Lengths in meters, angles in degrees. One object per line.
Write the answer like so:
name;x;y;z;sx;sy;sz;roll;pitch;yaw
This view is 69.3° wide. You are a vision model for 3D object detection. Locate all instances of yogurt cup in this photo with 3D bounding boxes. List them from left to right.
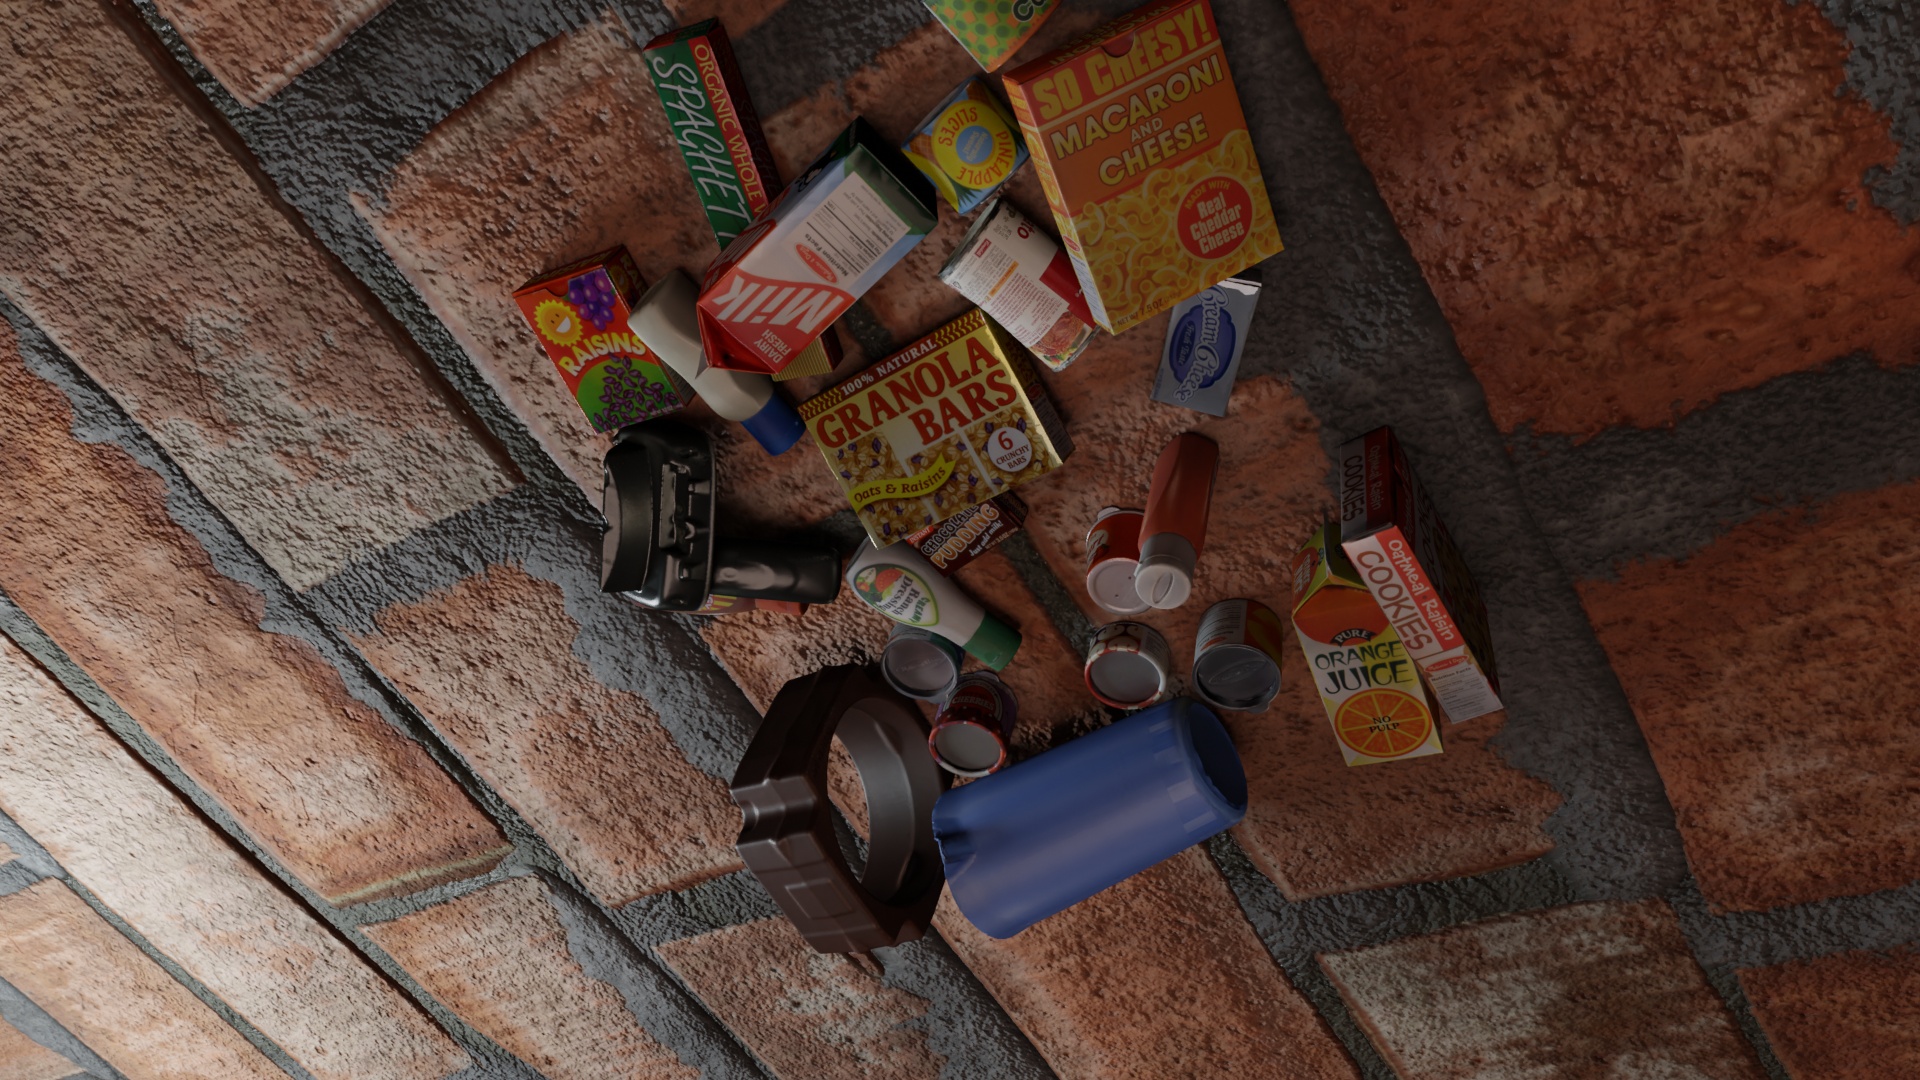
yogurt cup;0.124;0.019;1.036;0.072;0.054;0.072;7;127;10

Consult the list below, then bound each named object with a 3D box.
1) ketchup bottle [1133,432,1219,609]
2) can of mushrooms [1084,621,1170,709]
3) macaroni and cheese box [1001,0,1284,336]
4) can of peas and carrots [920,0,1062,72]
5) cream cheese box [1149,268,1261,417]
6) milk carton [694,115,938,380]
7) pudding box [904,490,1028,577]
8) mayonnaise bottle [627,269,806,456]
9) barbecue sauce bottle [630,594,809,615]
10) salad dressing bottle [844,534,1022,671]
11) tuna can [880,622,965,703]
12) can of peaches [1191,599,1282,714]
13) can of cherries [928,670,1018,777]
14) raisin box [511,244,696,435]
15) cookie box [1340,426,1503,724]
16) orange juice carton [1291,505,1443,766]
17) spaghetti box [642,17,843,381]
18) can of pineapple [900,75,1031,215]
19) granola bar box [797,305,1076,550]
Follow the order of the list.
ketchup bottle;0.146;-0.012;0.948;0.043;0.149;0.064;20;128;2
can of mushrooms;0.131;0.101;1.106;0.071;0.034;0.070;7;127;9
macaroni and cheese box;0.113;-0.226;0.838;0.124;0.040;0.165;-28;118;-4
can of peas and carrots;0.021;-0.319;0.812;0.058;0.071;0.070;43;124;-17
cream cheese box;0.164;-0.136;0.933;0.053;0.024;0.103;13;127;5
milk carton;-0.108;-0.180;0.913;0.190;0.073;0.073;-40;115;18
pudding box;0.004;-0.013;1.060;0.083;0.030;0.049;-33;110;31
mayonnaise bottle;-0.174;-0.125;1.010;0.041;0.065;0.148;-29;117;28
barbecue sauce bottle;-0.197;0.033;1.139;0.148;0.044;0.064;8;120;9
salad dressing bottle;-0.020;0.050;1.103;0.147;0.044;0.064;33;125;-10
tuna can;-0.029;0.099;1.148;0.071;0.033;0.070;7;126;10
can of peaches;0.213;0.089;1.060;0.071;0.058;0.071;7;126;9
can of cherries;0.011;0.153;1.160;0.071;0.059;0.071;7;127;10
raisin box;-0.261;-0.147;1.031;0.086;0.040;0.123;-12;120;24
cookie box;0.312;0.022;0.943;0.040;0.123;0.167;-24;115;28
orange juice carton;0.292;0.069;1.015;0.073;0.072;0.192;-14;120;23
spaghetti box;-0.145;-0.225;0.950;0.050;0.029;0.249;-7;123;19
can of pineapple;0.005;-0.247;0.868;0.070;0.071;0.058;-34;111;32
granola bar box;-0.018;-0.081;0.995;0.165;0.039;0.124;-24;100;28
